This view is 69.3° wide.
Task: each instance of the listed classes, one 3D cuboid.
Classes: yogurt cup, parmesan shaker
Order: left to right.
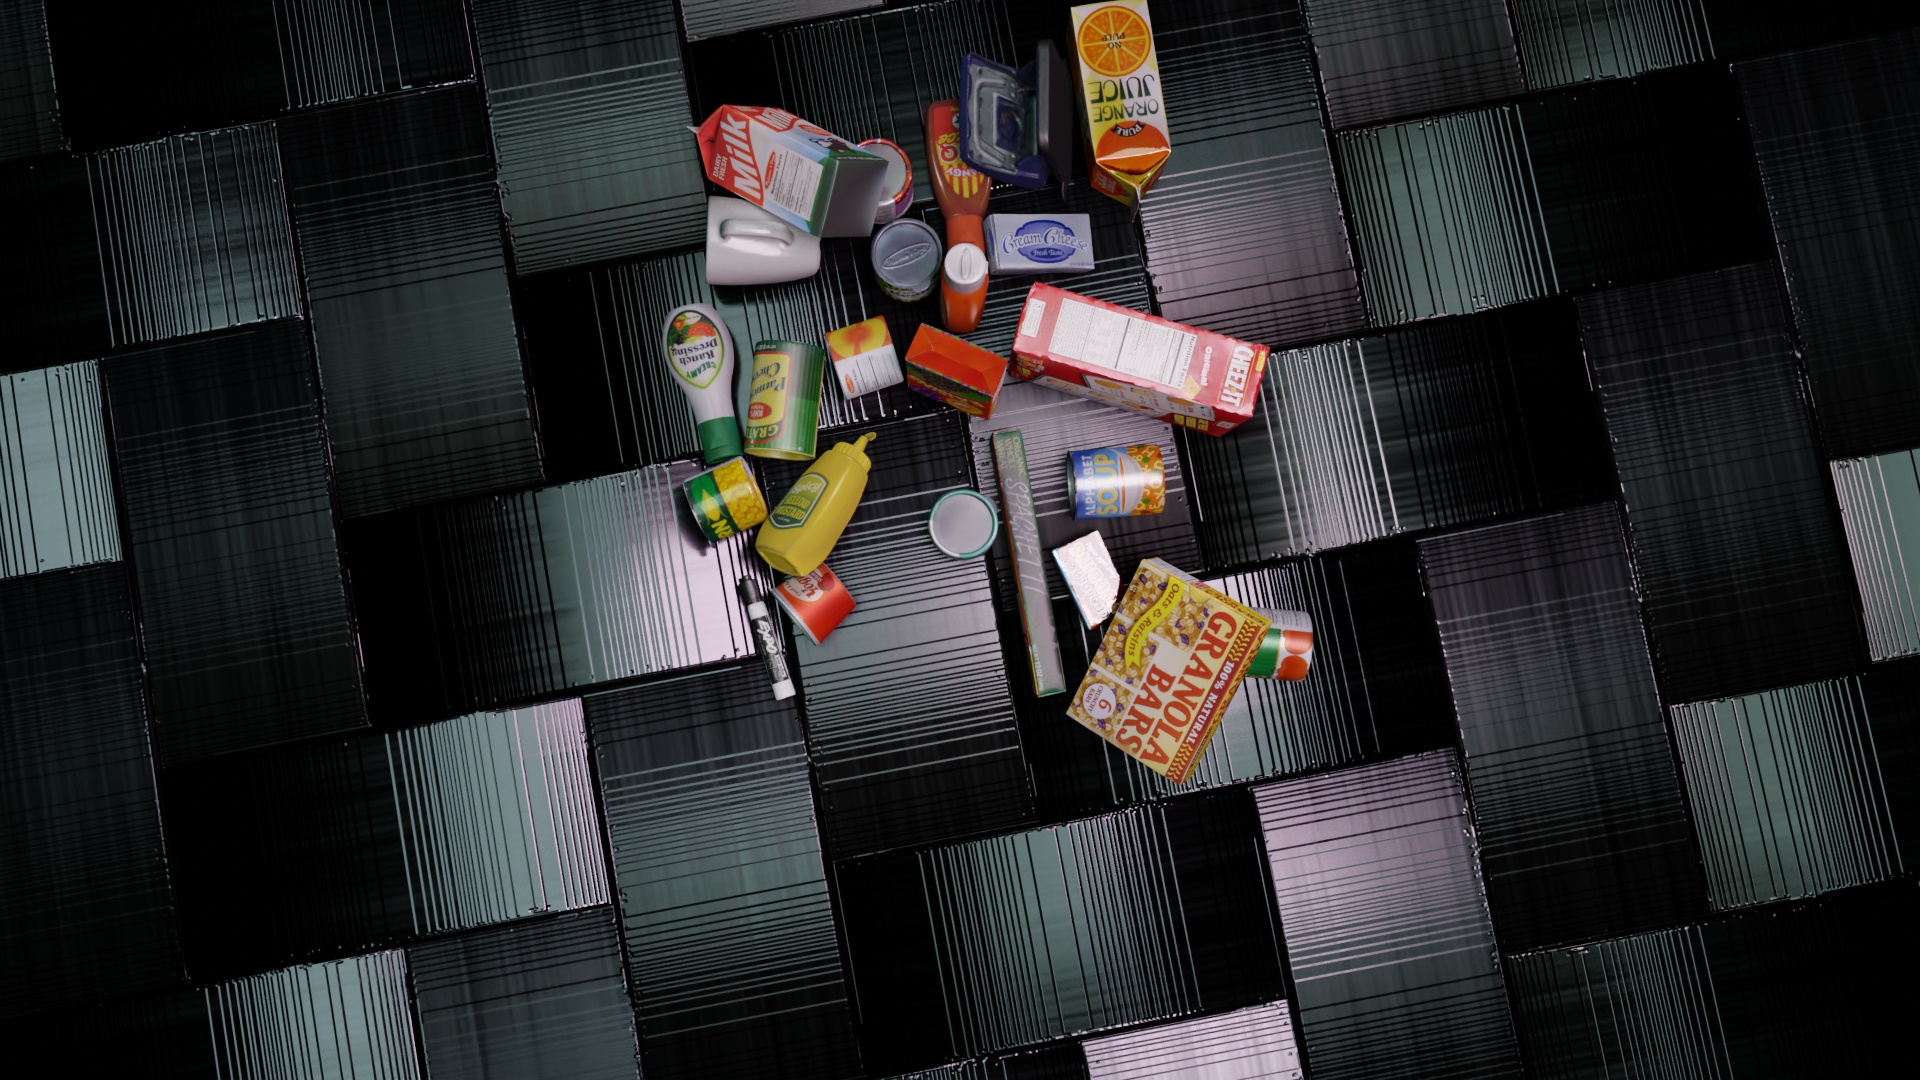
[{"bbox_3d":[-0.166,-0.130,1.295,0.071,0.071,0.103,5,86,0],"label":"parmesan shaker"},{"bbox_3d":[-0.134,0.056,1.282,0.054,0.072,0.072,-39,87,-10],"label":"yogurt cup"}]

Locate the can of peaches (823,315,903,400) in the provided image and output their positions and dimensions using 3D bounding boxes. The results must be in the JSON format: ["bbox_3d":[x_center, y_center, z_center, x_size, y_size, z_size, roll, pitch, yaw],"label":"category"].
[{"bbox_3d":[-0.090,-0.172,1.298,0.058,0.071,0.071,-18,87,-1],"label":"can of peaches"}]

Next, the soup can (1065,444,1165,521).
[{"bbox_3d":[0.143,-0.054,1.287,0.084,0.071,0.071,-5,86,-1],"label":"soup can"}]

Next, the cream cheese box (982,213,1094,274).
[{"bbox_3d":[0.075,-0.279,1.309,0.104,0.024,0.053,-5,85,-22],"label":"cream cheese box"}]

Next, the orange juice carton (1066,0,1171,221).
[{"bbox_3d":[0.151,-0.403,1.311,0.073,0.072,0.192,-9,86,0],"label":"orange juice carton"}]

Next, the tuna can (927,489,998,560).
[{"bbox_3d":[0.005,-0.016,1.302,0.071,0.033,0.071,0,86,0],"label":"tuna can"}]

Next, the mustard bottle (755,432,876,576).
[{"bbox_3d":[-0.125,-0.042,1.287,0.065,0.048,0.161,12,61,39],"label":"mustard bottle"}]

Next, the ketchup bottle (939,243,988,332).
[{"bbox_3d":[0.004,-0.233,1.260,0.043,0.148,0.064,3,87,-1],"label":"ketchup bottle"}]

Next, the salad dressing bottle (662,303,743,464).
[{"bbox_3d":[-0.238,-0.146,1.305,0.064,0.044,0.147,-15,86,0],"label":"salad dressing bottle"}]

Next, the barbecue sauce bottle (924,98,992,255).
[{"bbox_3d":[0.001,-0.341,1.320,0.065,0.043,0.148,-3,86,-8],"label":"barbecue sauce bottle"}]

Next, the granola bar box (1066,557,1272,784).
[{"bbox_3d":[0.185,0.116,1.247,0.124,0.039,0.165,30,104,23],"label":"granola bar box"}]

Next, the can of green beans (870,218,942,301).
[{"bbox_3d":[-0.050,-0.263,1.307,0.071,0.058,0.071,0,86,0],"label":"can of green beans"}]

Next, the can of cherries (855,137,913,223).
[{"bbox_3d":[-0.078,-0.342,1.312,0.071,0.058,0.071,0,87,0],"label":"can of cherries"}]

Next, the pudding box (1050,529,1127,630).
[{"bbox_3d":[0.123,0.037,1.301,0.050,0.030,0.083,-24,86,-1],"label":"pudding box"}]

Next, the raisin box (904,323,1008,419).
[{"bbox_3d":[-0.004,-0.151,1.267,0.086,0.123,0.040,22,85,1],"label":"raisin box"}]

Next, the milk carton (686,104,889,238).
[{"bbox_3d":[-0.164,-0.347,1.275,0.191,0.072,0.073,32,119,27],"label":"milk carton"}]

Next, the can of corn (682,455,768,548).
[{"bbox_3d":[-0.216,-0.036,1.286,0.058,0.071,0.071,-24,87,-2],"label":"can of corn"}]

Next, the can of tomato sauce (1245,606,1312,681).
[{"bbox_3d":[0.275,0.096,1.280,0.083,0.071,0.071,5,86,0],"label":"can of tomato sauce"}]

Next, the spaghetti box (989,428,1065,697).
[{"bbox_3d":[0.061,0.020,1.292,0.029,0.050,0.250,-9,86,-3],"label":"spaghetti box"}]
